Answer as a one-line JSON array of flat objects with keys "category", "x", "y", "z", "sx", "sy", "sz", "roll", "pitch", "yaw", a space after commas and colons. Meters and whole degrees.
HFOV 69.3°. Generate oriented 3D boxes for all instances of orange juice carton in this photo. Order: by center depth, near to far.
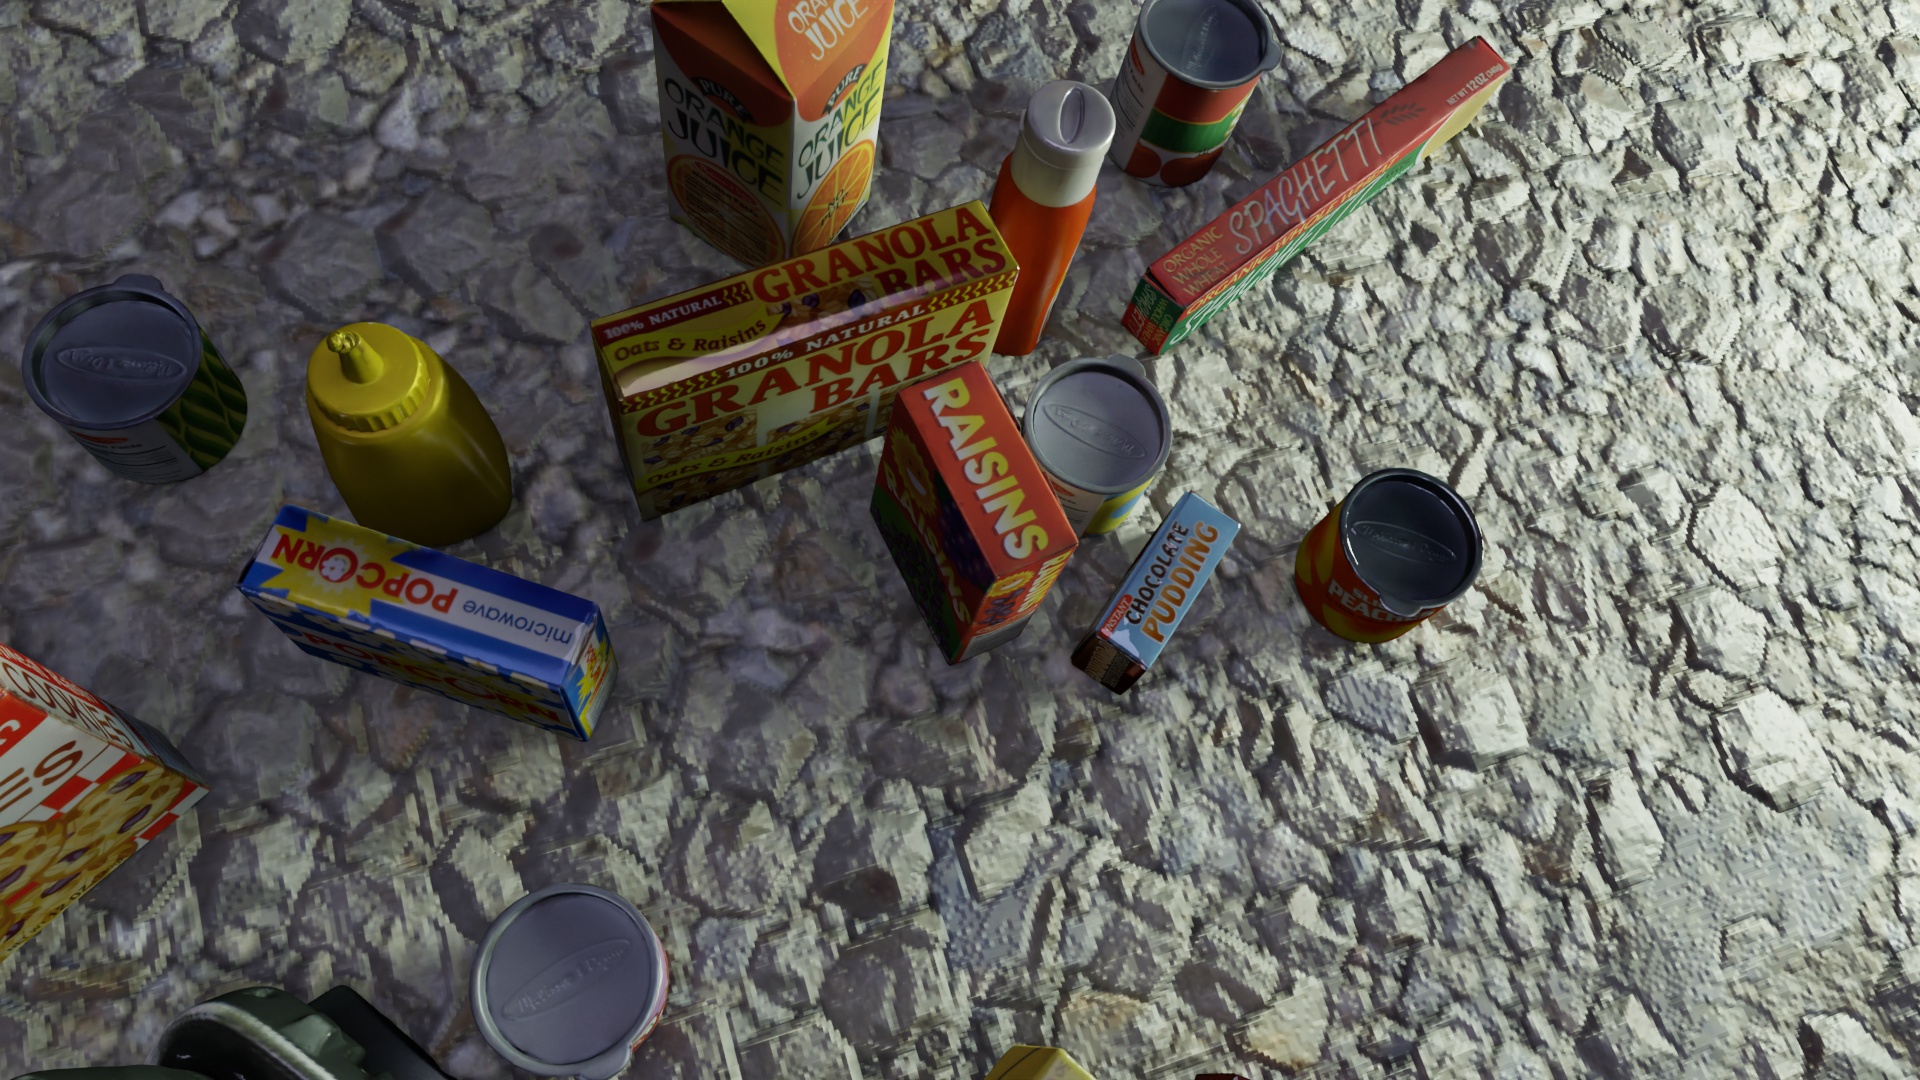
[{"category": "orange juice carton", "x": -0.081, "y": -0.196, "z": 0.597, "sx": 0.073, "sy": 0.192, "sz": 0.072, "roll": 34, "pitch": 68, "yaw": 5}]

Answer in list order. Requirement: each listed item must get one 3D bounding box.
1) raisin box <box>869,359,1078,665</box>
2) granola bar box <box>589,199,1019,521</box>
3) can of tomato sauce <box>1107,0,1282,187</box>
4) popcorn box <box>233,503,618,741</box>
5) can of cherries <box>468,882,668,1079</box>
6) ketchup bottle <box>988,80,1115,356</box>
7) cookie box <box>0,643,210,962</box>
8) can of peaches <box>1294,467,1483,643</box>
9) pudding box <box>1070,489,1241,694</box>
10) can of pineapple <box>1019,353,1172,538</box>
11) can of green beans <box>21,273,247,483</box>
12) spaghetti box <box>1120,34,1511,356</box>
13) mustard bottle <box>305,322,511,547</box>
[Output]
[{"category": "raisin box", "x": 0.002, "y": -0.007, "z": 0.574, "sx": 0.040, "sy": 0.123, "sz": 0.086, "roll": -23, "pitch": 74, "yaw": -16}, {"category": "granola bar box", "x": -0.066, "y": -0.074, "z": 0.589, "sx": 0.166, "sy": 0.123, "sz": 0.039, "roll": -21, "pitch": 74, "yaw": -16}, {"category": "can of tomato sauce", "x": 0.113, "y": -0.228, "z": 0.698, "sx": 0.071, "sy": 0.082, "sz": 0.071, "roll": 3, "pitch": 69, "yaw": -7}, {"category": "popcorn box", "x": -0.203, "y": 0.035, "z": 0.547, "sx": 0.127, "sy": 0.085, "sz": 0.038, "roll": 18, "pitch": 68, "yaw": -1}, {"category": "can of cherries", "x": -0.143, "y": 0.167, "z": 0.519, "sx": 0.071, "sy": 0.058, "sz": 0.072, "roll": 3, "pitch": 69, "yaw": -7}, {"category": "ketchup bottle", "x": 0.033, "y": -0.142, "z": 0.617, "sx": 0.043, "sy": 0.148, "sz": 0.065, "roll": 11, "pitch": 68, "yaw": -4}, {"category": "cookie box", "x": -0.340, "y": 0.099, "z": 0.457, "sx": 0.040, "sy": 0.166, "sz": 0.123, "roll": 43, "pitch": 69, "yaw": 9}, {"category": "can of peaches", "x": 0.192, "y": 0.010, "z": 0.631, "sx": 0.071, "sy": 0.058, "sz": 0.071, "roll": 3, "pitch": 69, "yaw": -7}, {"category": "pudding box", "x": 0.086, "y": 0.023, "z": 0.614, "sx": 0.030, "sy": 0.049, "sz": 0.084, "roll": 34, "pitch": 68, "yaw": 5}, {"category": "can of pineapple", "x": 0.058, "y": -0.042, "z": 0.631, "sx": 0.071, "sy": 0.057, "sz": 0.071, "roll": 3, "pitch": 69, "yaw": -7}, {"category": "can of green beans", "x": -0.341, "y": -0.064, "z": 0.579, "sx": 0.071, "sy": 0.057, "sz": 0.071, "roll": 3, "pitch": 69, "yaw": -7}, {"category": "spaghetti box", "x": 0.183, "y": -0.177, "z": 0.707, "sx": 0.251, "sy": 0.050, "sz": 0.029, "roll": -37, "pitch": 79, "yaw": -20}, {"category": "mustard bottle", "x": -0.216, "y": -0.044, "z": 0.535, "sx": 0.065, "sy": 0.159, "sz": 0.049, "roll": -15, "pitch": 72, "yaw": -14}]
